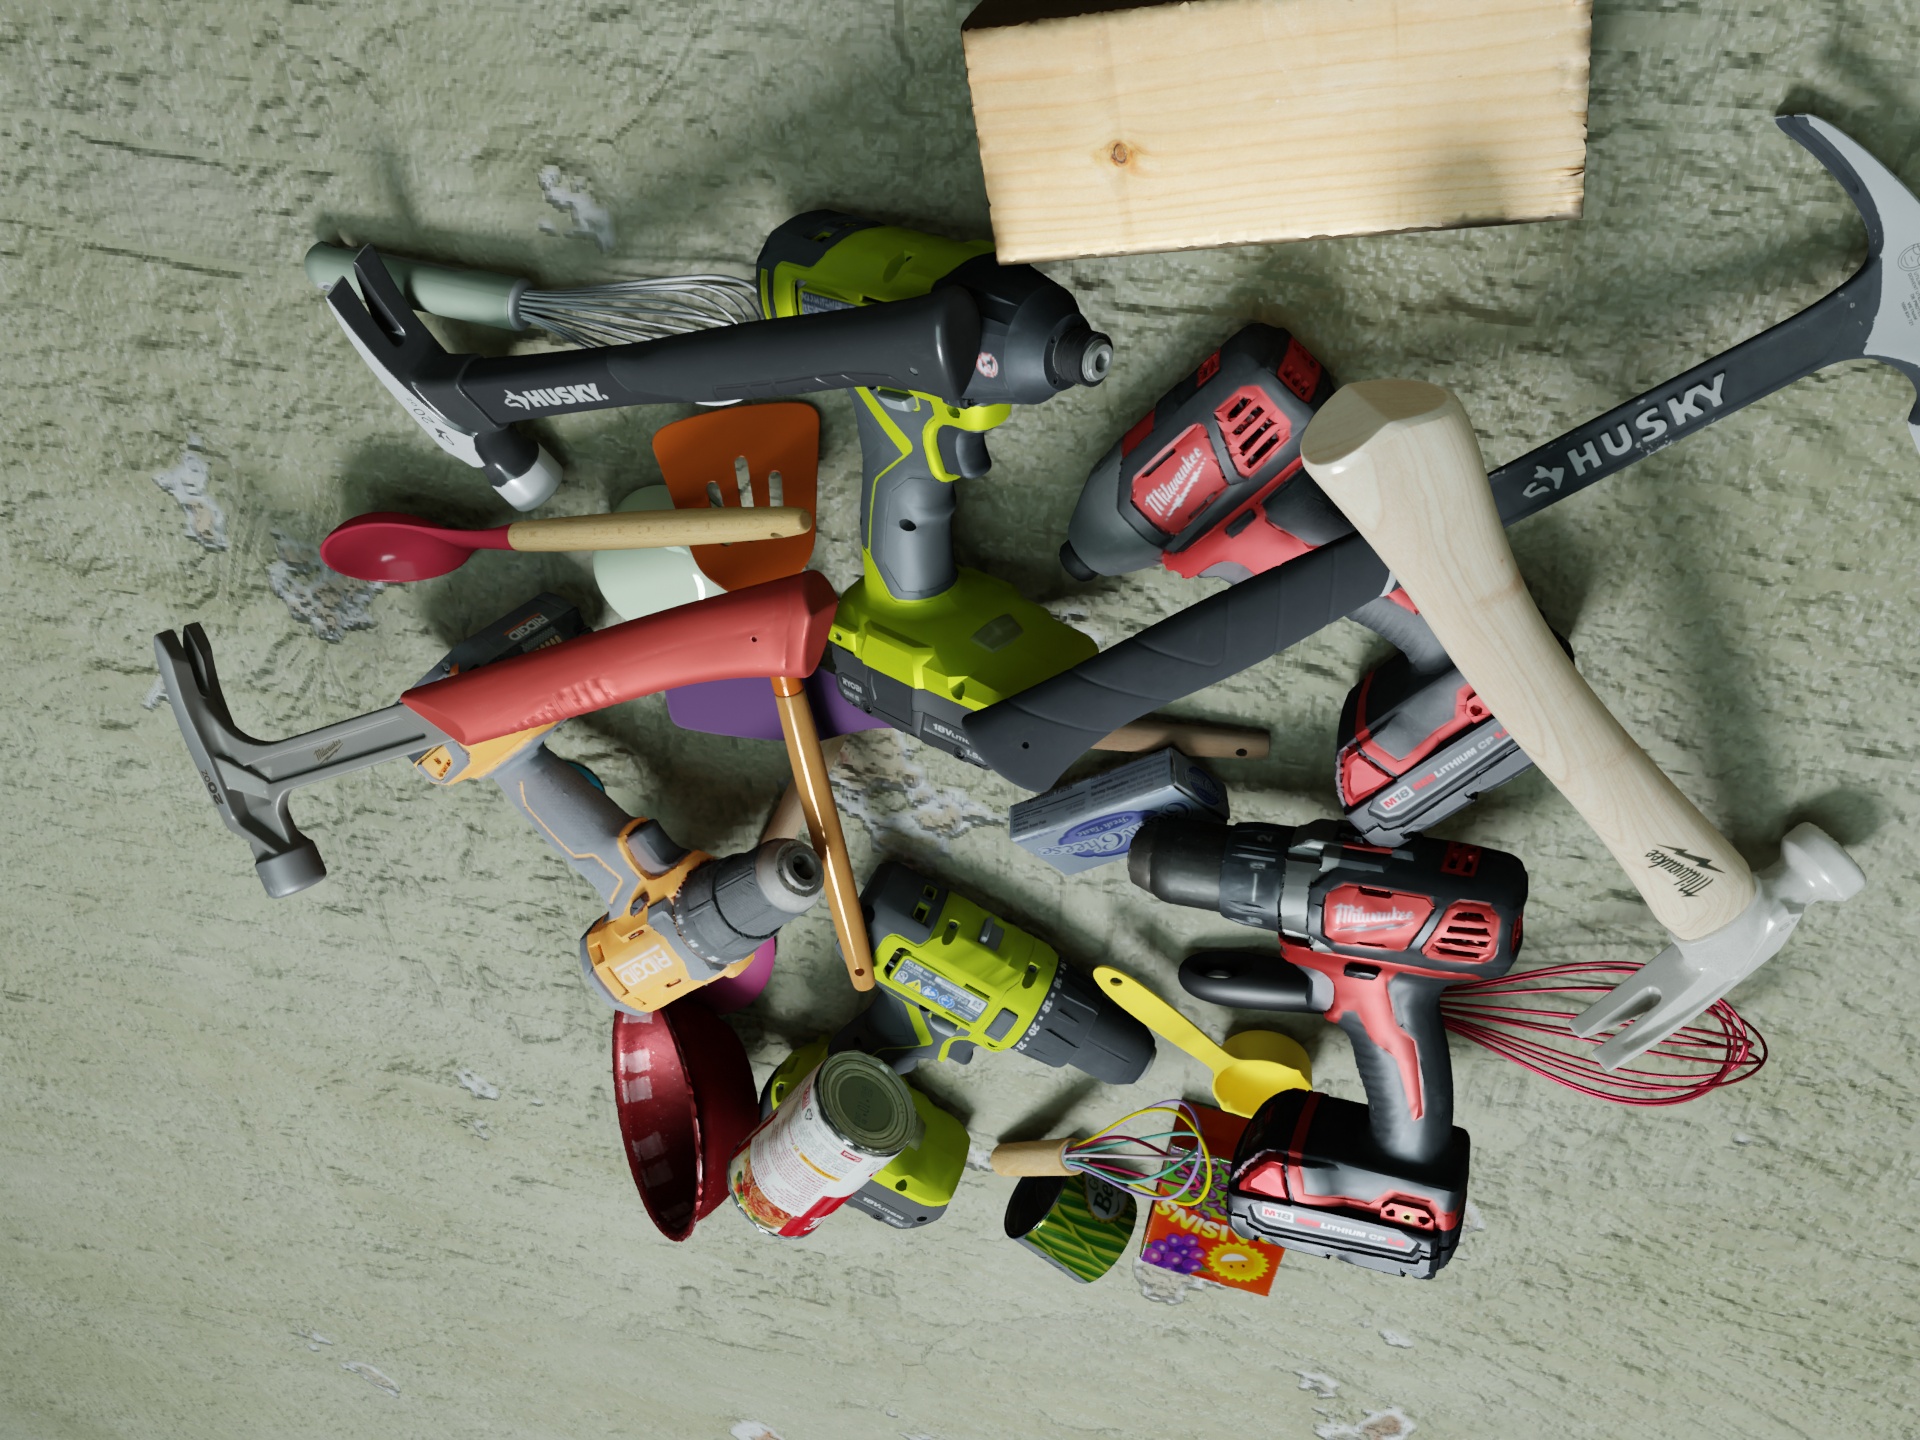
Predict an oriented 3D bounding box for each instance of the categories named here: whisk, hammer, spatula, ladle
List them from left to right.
[{"bbox_3d":[-0.226,-0.019,0.768,0.359,0.037,0.149,-15,101,21],"label":"hammer"},{"bbox_3d":[-0.197,-0.193,0.741,0.246,0.058,0.059,14,94,12],"label":"whisk"},{"bbox_3d":[-0.200,-0.091,0.781,0.315,0.031,0.069,1,168,33],"label":"ladle"},{"bbox_3d":[-0.130,-0.150,0.667,0.335,0.035,0.146,4,148,38],"label":"hammer"},{"bbox_3d":[-0.080,0.002,0.809,0.081,0.041,0.322,-9,118,4],"label":"spatula"},{"bbox_3d":[-0.001,-0.003,0.815,0.316,0.018,0.059,6,129,8],"label":"spatula"},{"bbox_3d":[0.076,0.259,0.931,0.047,0.051,0.245,49,151,-4],"label":"whisk"},{"bbox_3d":[0.183,-0.078,0.621,0.409,0.036,0.149,-27,103,14],"label":"hammer"},{"bbox_3d":[0.259,0.150,0.834,0.296,0.073,0.073,4,127,22],"label":"whisk"},{"bbox_3d":[0.237,0.015,0.630,0.146,0.038,0.410,-42,129,11],"label":"hammer"}]

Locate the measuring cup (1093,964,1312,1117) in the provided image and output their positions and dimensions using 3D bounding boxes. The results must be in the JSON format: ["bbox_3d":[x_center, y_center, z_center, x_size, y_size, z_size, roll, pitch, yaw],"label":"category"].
[{"bbox_3d":[0.136,0.174,0.901,0.156,0.029,0.062,37,129,-17],"label":"measuring cup"}]

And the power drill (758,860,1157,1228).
[{"bbox_3d":[-0.010,0.205,0.953,0.190,0.080,0.228,30,126,-3],"label":"power drill"}]

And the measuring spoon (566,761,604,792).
[{"bbox_3d":[-0.213,0.080,0.960,0.042,0.021,0.128,-18,117,29],"label":"measuring spoon"}]

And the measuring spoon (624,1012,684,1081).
[{"bbox_3d":[-0.207,0.208,1.063,0.034,0.018,0.124,-13,114,14],"label":"measuring spoon"}]

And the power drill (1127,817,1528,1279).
[{"bbox_3d":[0.175,0.152,0.795,0.188,0.080,0.226,8,115,21],"label":"power drill"}]

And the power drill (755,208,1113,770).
[{"bbox_3d":[-0.002,-0.097,0.692,0.171,0.080,0.223,26,137,36],"label":"power drill"}]

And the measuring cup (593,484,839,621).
[{"bbox_3d":[-0.109,-0.060,0.809,0.167,0.038,0.083,23,129,3],"label":"measuring cup"}]

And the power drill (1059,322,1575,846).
[{"bbox_3d":[0.153,-0.055,0.705,0.219,0.079,0.143,43,126,-11],"label":"power drill"}]

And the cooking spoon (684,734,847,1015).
[{"bbox_3d":[-0.110,0.076,0.924,0.069,0.017,0.318,32,129,2],"label":"cooking spoon"}]

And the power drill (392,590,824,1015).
[{"bbox_3d":[-0.184,0.045,0.850,0.185,0.084,0.226,-30,100,42],"label":"power drill"}]
